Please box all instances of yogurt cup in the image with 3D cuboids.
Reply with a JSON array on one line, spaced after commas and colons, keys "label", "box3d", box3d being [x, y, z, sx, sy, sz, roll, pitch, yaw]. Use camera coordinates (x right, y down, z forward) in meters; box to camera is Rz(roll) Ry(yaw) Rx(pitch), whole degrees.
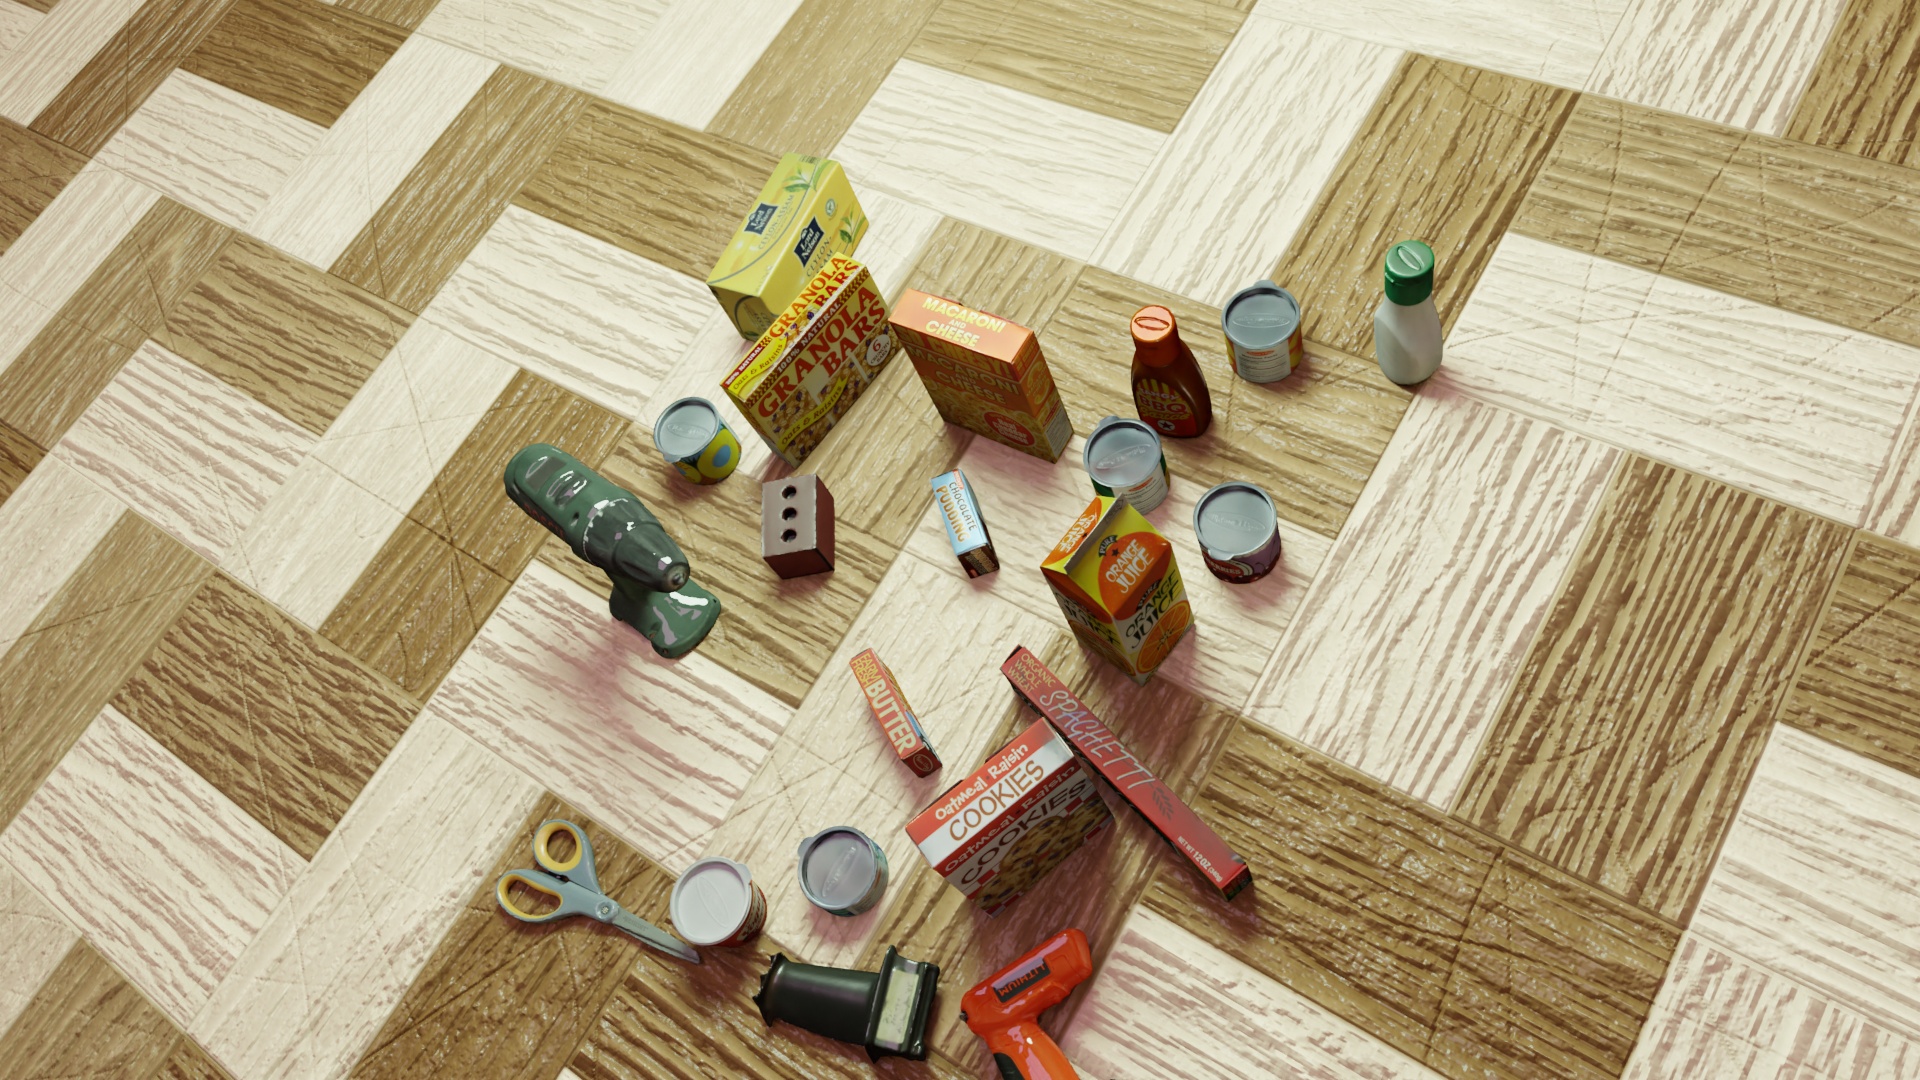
[{"label": "yogurt cup", "box3d": [-0.188, 0.289, 1.096, 0.072, 0.053, 0.072, -7, 62, 13]}]

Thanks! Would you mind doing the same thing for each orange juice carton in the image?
[{"label": "orange juice carton", "box3d": [0.118, 0.034, 1.056, 0.073, 0.192, 0.072, 34, 78, 28]}]

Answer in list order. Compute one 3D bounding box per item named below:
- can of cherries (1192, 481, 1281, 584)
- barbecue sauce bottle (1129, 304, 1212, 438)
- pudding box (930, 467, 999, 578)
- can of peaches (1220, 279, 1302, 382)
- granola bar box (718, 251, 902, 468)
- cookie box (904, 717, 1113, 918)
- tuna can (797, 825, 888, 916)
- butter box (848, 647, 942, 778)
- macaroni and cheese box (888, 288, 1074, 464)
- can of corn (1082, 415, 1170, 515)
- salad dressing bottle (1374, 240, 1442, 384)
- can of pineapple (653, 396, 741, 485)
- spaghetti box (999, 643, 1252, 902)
[{"label": "can of cherries", "box3d": [0.223, -0.004, 1.121, 0.071, 0.058, 0.072, -7, 62, 13]}, {"label": "barbecue sauce bottle", "box3d": [0.170, -0.140, 1.155, 0.065, 0.148, 0.044, 15, 69, 23]}, {"label": "pudding box", "box3d": [0.004, -0.015, 1.198, 0.030, 0.049, 0.084, -22, 60, 5]}, {"label": "can of peaches", "box3d": [0.262, -0.180, 1.201, 0.071, 0.058, 0.071, -7, 62, 13]}, {"label": "granola bar box", "box3d": [-0.133, -0.164, 1.273, 0.039, 0.123, 0.166, 33, 77, 28]}, {"label": "cookie box", "box3d": [0.039, 0.204, 1.006, 0.123, 0.167, 0.040, -38, 60, -4]}, {"label": "tuna can", "box3d": [-0.094, 0.260, 1.095, 0.071, 0.032, 0.071, -7, 62, 13]}, {"label": "butter box", "box3d": [-0.053, 0.141, 1.133, 0.024, 0.053, 0.104, -32, 59, 0]}, {"label": "macaroni and cheese box", "box3d": [0.021, -0.140, 1.190, 0.124, 0.166, 0.040, 23, 73, 26]}, {"label": "can of corn", "box3d": [0.141, -0.063, 1.177, 0.071, 0.058, 0.071, -7, 62, 13]}, {"label": "salad dressing bottle", "box3d": [0.361, -0.183, 1.120, 0.044, 0.147, 0.064, -31, 59, 0]}, {"label": "can of pineapple", "box3d": [-0.248, -0.092, 1.309, 0.071, 0.057, 0.071, -7, 62, 13]}, {"label": "spaghetti box", "box3d": [0.122, 0.174, 1.065, 0.029, 0.050, 0.251, -43, 60, -7]}]
